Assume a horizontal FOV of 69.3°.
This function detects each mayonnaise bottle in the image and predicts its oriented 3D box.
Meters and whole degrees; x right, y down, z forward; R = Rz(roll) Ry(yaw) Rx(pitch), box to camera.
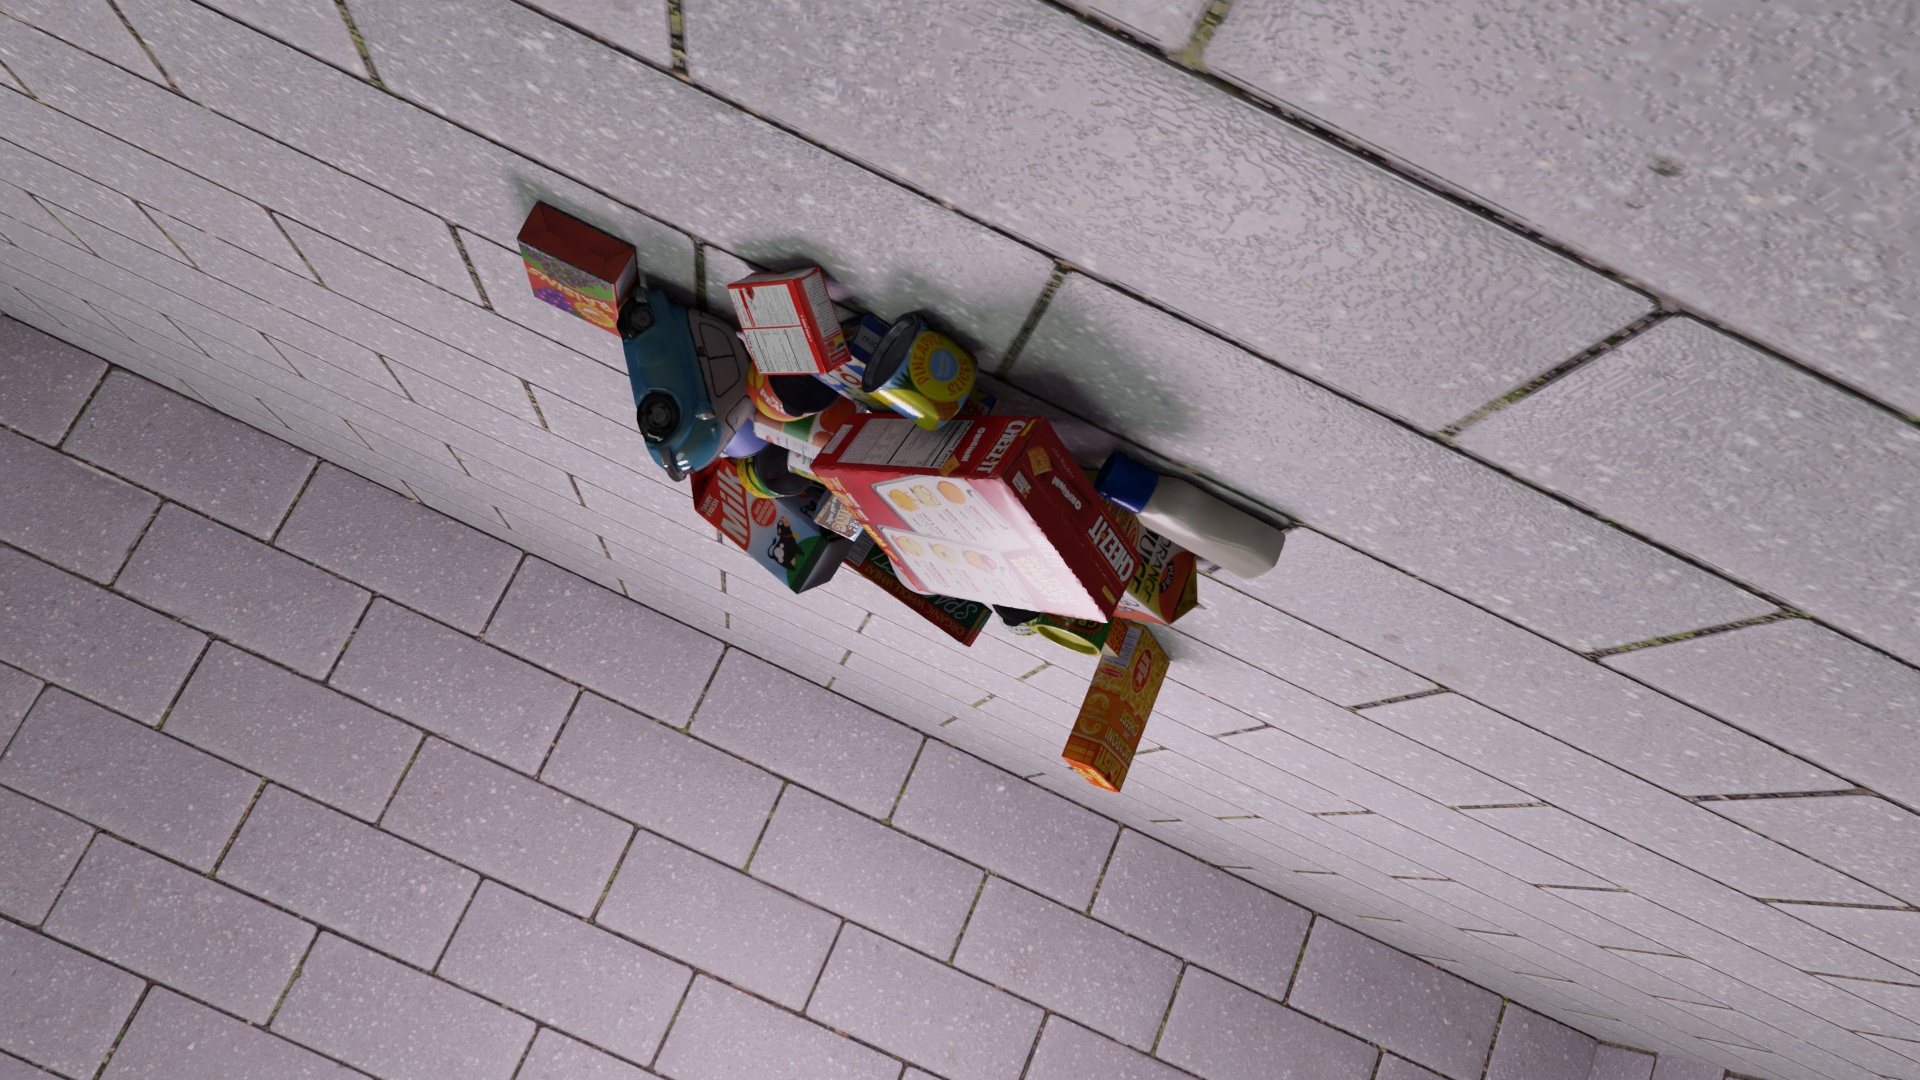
[{"bbox_3d":[0.176,-0.020,1.081,0.148,0.041,0.064,28,164,-10],"label":"mayonnaise bottle"}]

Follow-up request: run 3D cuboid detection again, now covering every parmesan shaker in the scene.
[{"bbox_3d":[0.114,0.046,1.281,0.071,0.103,0.071,22,165,6],"label":"parmesan shaker"}]

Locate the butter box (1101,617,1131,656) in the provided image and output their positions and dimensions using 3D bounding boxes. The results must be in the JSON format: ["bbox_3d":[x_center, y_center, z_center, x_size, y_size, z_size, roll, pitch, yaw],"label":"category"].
[{"bbox_3d":[0.147,0.080,1.452,0.024,0.053,0.103,12,162,31],"label":"butter box"}]

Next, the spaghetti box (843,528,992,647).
[{"bbox_3d":[-0.075,0.031,1.518,0.250,0.050,0.028,33,179,21],"label":"spaghetti box"}]

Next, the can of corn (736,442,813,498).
[{"bbox_3d":[-0.187,-0.078,1.399,0.071,0.071,0.058,31,164,-24],"label":"can of corn"}]

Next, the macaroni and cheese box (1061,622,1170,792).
[{"bbox_3d":[0.177,0.187,1.553,0.040,0.167,0.123,15,163,28],"label":"macaroni and cheese box"}]

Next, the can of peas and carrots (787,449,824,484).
[{"bbox_3d":[-0.117,-0.084,1.269,0.059,0.071,0.070,21,165,10],"label":"can of peas and carrots"}]

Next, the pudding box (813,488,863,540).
[{"bbox_3d":[-0.107,-0.043,1.389,0.049,0.030,0.083,27,131,-16],"label":"pudding box"}]

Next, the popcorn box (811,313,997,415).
[{"bbox_3d":[-0.048,-0.122,1.075,0.126,0.038,0.085,31,162,-25],"label":"popcorn box"}]

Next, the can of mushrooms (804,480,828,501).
[{"bbox_3d":[-0.131,-0.058,1.445,0.071,0.033,0.071,23,166,6],"label":"can of mushrooms"}]

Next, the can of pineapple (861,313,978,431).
[{"bbox_3d":[-0.028,-0.120,0.996,0.058,0.071,0.071,31,164,-25],"label":"can of pineapple"}]

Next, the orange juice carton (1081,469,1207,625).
[{"bbox_3d":[0.137,0.015,1.198,0.072,0.073,0.192,6,157,47],"label":"orange juice carton"}]

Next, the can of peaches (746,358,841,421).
[{"bbox_3d":[-0.134,-0.130,1.122,0.071,0.071,0.058,30,165,-22],"label":"can of peaches"}]

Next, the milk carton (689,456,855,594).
[{"bbox_3d":[-0.210,-0.033,1.476,0.191,0.073,0.072,38,-158,14],"label":"milk carton"}]

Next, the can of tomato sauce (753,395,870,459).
[{"bbox_3d":[-0.127,-0.108,1.203,0.083,0.071,0.071,22,165,8],"label":"can of tomato sauce"}]

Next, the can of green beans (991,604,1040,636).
[{"bbox_3d":[0.068,0.065,1.496,0.071,0.071,0.057,20,165,15],"label":"can of green beans"}]

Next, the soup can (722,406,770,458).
[{"bbox_3d":[-0.216,-0.122,1.278,0.071,0.071,0.083,18,164,21],"label":"soup can"}]

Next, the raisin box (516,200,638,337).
[{"bbox_3d":[-0.312,-0.221,1.145,0.086,0.040,0.123,25,164,-4],"label":"raisin box"}]
